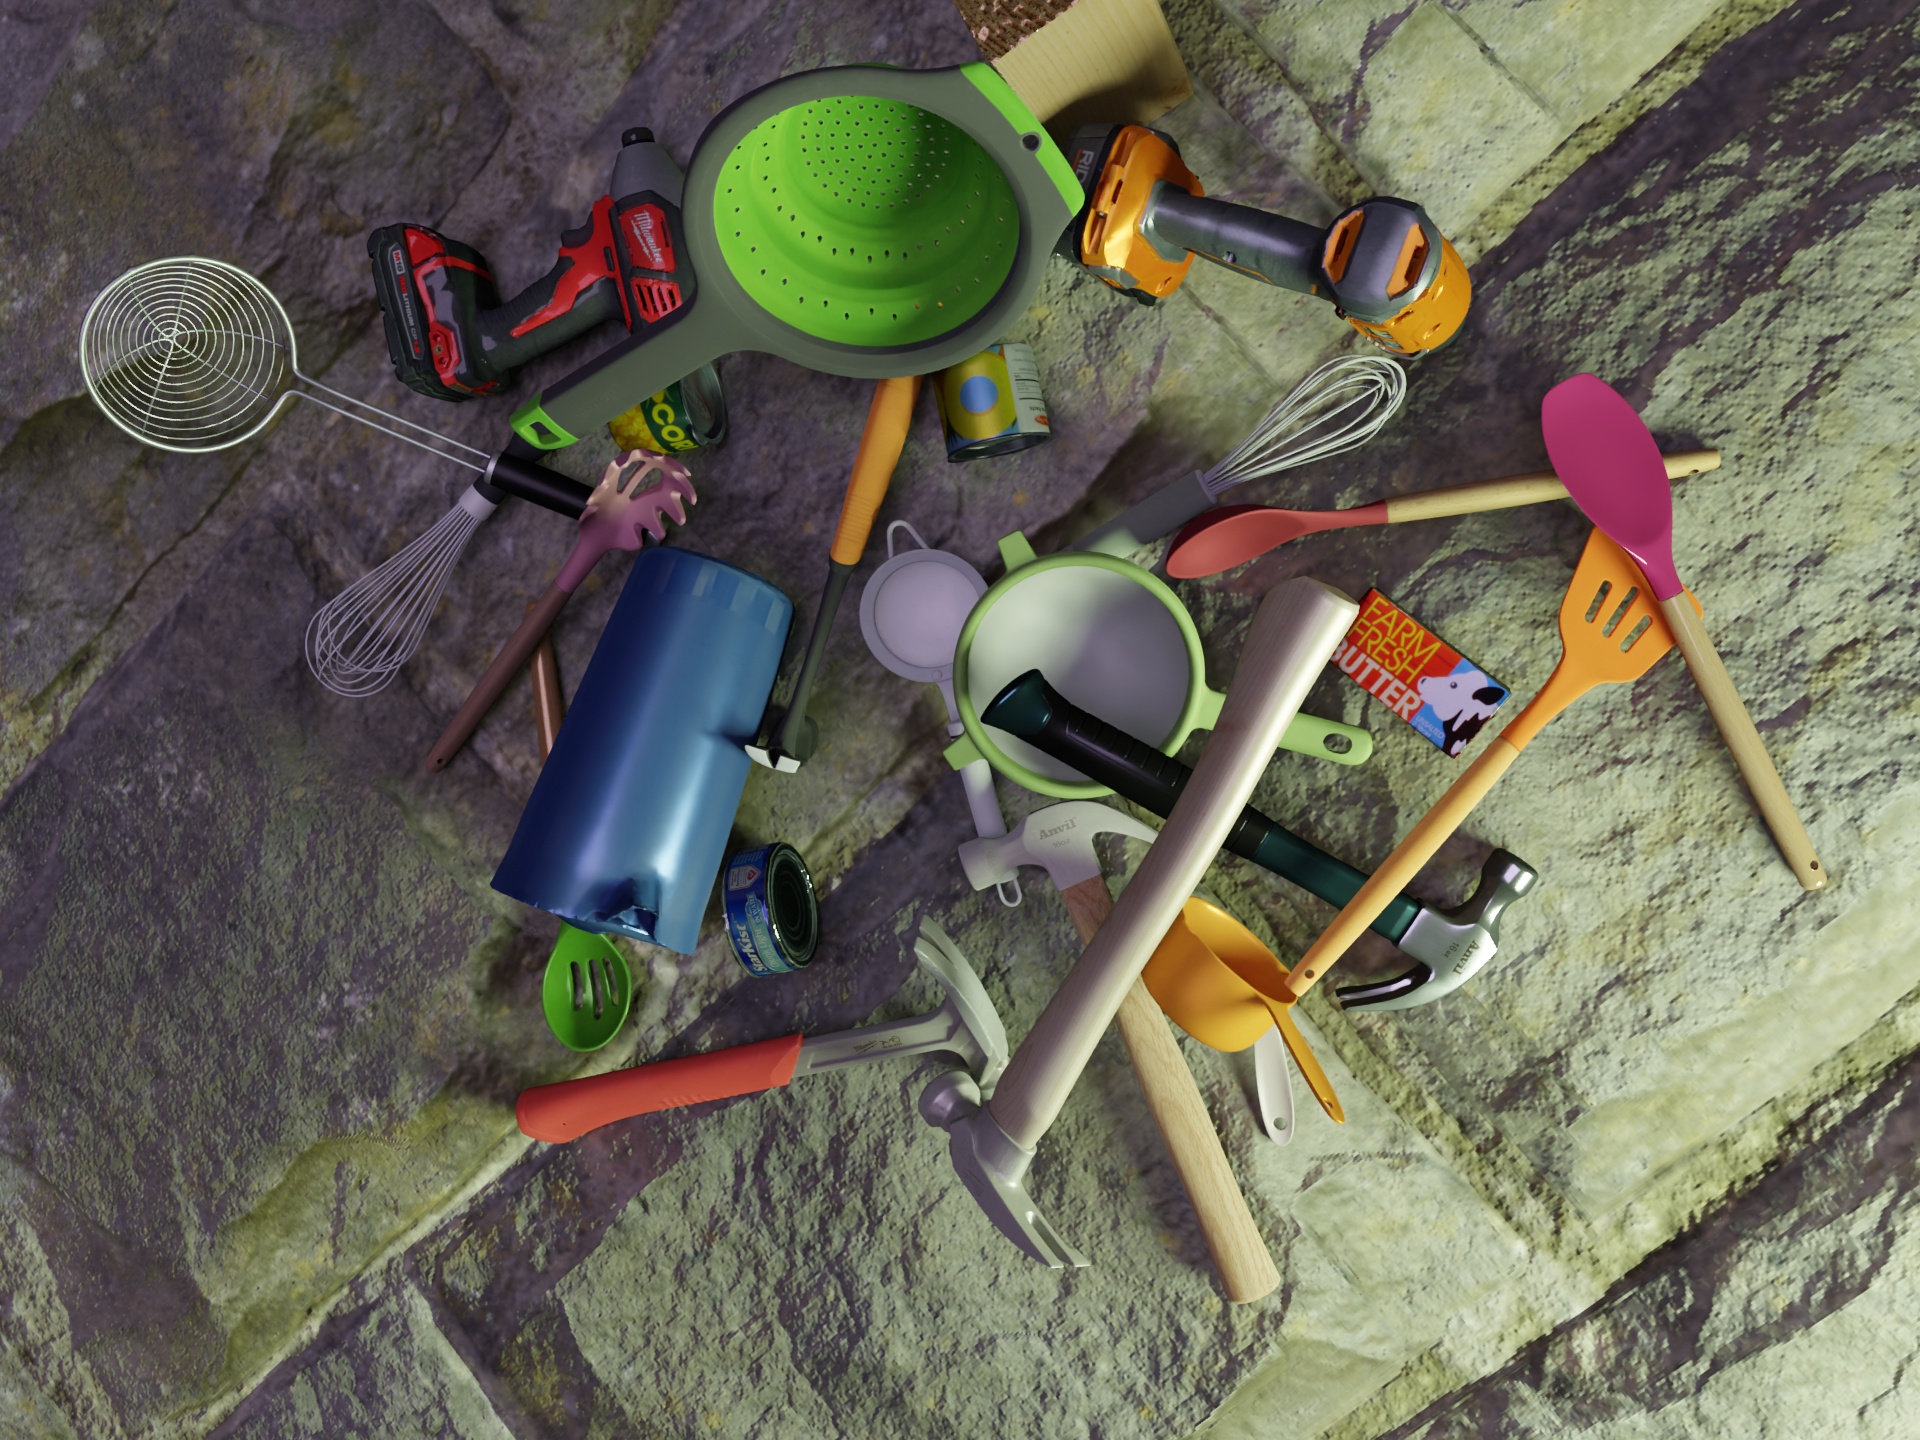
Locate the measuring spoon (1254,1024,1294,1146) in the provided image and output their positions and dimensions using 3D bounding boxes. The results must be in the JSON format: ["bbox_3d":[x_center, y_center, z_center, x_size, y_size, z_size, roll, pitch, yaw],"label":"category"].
[{"bbox_3d":[0.193,0.205,0.992,0.034,0.018,0.124,-7,99,16],"label":"measuring spoon"}]

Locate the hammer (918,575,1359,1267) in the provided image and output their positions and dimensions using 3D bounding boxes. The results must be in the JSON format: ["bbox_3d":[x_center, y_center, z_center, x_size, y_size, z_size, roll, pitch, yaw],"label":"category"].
[{"bbox_3d":[0.109,0.110,0.886,0.146,0.038,0.410,45,114,44],"label":"hammer"}]

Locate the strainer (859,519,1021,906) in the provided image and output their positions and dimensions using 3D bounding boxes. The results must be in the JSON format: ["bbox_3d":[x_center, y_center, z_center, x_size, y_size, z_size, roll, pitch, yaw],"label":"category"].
[{"bbox_3d":[-0.002,-0.003,1.019,0.087,0.050,0.258,-15,95,12],"label":"strainer"}]

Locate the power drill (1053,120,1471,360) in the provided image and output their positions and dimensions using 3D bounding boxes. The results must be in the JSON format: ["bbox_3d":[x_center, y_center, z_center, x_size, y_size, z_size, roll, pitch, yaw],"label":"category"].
[{"bbox_3d":[0.177,-0.263,0.903,0.227,0.164,0.084,24,100,26],"label":"power drill"}]

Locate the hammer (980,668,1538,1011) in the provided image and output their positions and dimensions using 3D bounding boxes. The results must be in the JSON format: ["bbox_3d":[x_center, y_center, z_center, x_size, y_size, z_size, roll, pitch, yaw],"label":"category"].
[{"bbox_3d":[0.165,0.062,0.939,0.331,0.033,0.128,29,102,-2],"label":"hammer"}]

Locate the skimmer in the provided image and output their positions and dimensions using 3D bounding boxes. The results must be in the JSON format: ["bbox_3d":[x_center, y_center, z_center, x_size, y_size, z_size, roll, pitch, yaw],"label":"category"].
[{"bbox_3d":[-0.367,-0.183,1.025,0.363,0.090,0.127,22,104,-8],"label":"skimmer"}]

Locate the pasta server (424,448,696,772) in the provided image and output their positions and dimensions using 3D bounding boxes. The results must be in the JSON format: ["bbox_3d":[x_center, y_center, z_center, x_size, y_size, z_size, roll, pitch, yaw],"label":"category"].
[{"bbox_3d":[-0.281,-0.067,1.072,0.316,0.060,0.040,-47,38,24],"label":"pasta server"}]

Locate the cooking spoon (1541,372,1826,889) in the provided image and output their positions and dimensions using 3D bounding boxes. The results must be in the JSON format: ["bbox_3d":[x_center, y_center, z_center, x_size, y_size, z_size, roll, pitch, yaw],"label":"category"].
[{"bbox_3d":[0.408,-0.047,0.889,0.069,0.017,0.319,-29,93,-18],"label":"cooking spoon"}]

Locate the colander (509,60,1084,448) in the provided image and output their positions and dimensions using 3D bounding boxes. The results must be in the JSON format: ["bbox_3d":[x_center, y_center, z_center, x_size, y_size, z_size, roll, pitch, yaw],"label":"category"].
[{"bbox_3d":[-0.118,-0.274,0.943,0.397,0.204,0.095,-22,48,29],"label":"colander"}]

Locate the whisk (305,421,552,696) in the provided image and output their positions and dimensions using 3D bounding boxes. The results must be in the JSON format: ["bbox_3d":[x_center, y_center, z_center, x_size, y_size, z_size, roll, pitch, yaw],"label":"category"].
[{"bbox_3d":[-0.357,-0.129,1.107,0.070,0.070,0.284,45,99,9],"label":"whisk"}]

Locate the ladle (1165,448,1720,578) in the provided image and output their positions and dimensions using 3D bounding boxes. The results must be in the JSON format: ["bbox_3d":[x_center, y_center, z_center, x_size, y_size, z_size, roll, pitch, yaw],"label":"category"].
[{"bbox_3d":[0.275,-0.126,0.928,0.315,0.069,0.031,-8,72,11],"label":"ladle"}]

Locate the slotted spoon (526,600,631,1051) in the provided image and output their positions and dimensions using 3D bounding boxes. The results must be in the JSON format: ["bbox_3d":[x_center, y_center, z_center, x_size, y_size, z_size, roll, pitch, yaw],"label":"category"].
[{"bbox_3d":[-0.275,0.072,1.111,0.070,0.031,0.314,-8,90,15],"label":"slotted spoon"}]

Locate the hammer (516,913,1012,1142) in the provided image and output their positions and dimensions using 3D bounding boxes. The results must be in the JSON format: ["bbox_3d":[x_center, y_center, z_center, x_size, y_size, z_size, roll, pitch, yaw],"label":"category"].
[{"bbox_3d":[-0.146,0.225,1.054,0.359,0.037,0.149,-15,122,21],"label":"hammer"}]

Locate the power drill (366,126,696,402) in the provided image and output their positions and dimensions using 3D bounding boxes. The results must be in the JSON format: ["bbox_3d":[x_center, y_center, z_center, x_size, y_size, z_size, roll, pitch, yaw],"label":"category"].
[{"bbox_3d":[-0.274,-0.301,1.062,0.219,0.078,0.143,-12,90,14],"label":"power drill"}]

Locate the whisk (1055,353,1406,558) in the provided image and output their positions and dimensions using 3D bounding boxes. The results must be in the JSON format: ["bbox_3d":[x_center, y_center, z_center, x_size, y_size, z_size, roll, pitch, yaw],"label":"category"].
[{"bbox_3d":[0.156,-0.145,0.964,0.246,0.059,0.058,-30,46,20],"label":"whisk"}]

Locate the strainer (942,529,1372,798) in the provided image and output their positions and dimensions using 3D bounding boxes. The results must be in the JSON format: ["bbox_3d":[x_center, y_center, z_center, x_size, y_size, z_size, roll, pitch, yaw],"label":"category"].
[{"bbox_3d":[0.123,-0.020,0.976,0.256,0.069,0.151,14,104,-1],"label":"strainer"}]

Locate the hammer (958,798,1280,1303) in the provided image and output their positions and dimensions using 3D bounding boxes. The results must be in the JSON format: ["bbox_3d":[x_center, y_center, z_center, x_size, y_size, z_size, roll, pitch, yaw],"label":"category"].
[{"bbox_3d":[0.122,0.204,0.993,0.130,0.031,0.331,-23,90,6],"label":"hammer"}]

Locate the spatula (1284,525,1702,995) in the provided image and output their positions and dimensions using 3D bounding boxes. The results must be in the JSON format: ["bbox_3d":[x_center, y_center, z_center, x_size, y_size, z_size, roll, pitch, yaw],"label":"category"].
[{"bbox_3d":[0.294,0.031,0.906,0.081,0.041,0.322,40,95,0],"label":"spatula"}]

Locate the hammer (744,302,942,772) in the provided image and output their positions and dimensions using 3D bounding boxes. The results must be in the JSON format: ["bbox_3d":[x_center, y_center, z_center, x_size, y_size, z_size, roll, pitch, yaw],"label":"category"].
[{"bbox_3d":[-0.065,-0.130,0.998,0.034,0.127,0.337,17,93,-1],"label":"hammer"}]

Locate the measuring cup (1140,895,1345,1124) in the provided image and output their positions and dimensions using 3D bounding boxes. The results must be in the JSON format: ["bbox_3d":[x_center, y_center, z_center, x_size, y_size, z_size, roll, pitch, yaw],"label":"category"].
[{"bbox_3d":[0.159,0.175,0.896,0.052,0.095,0.174,-50,36,18],"label":"measuring cup"}]
